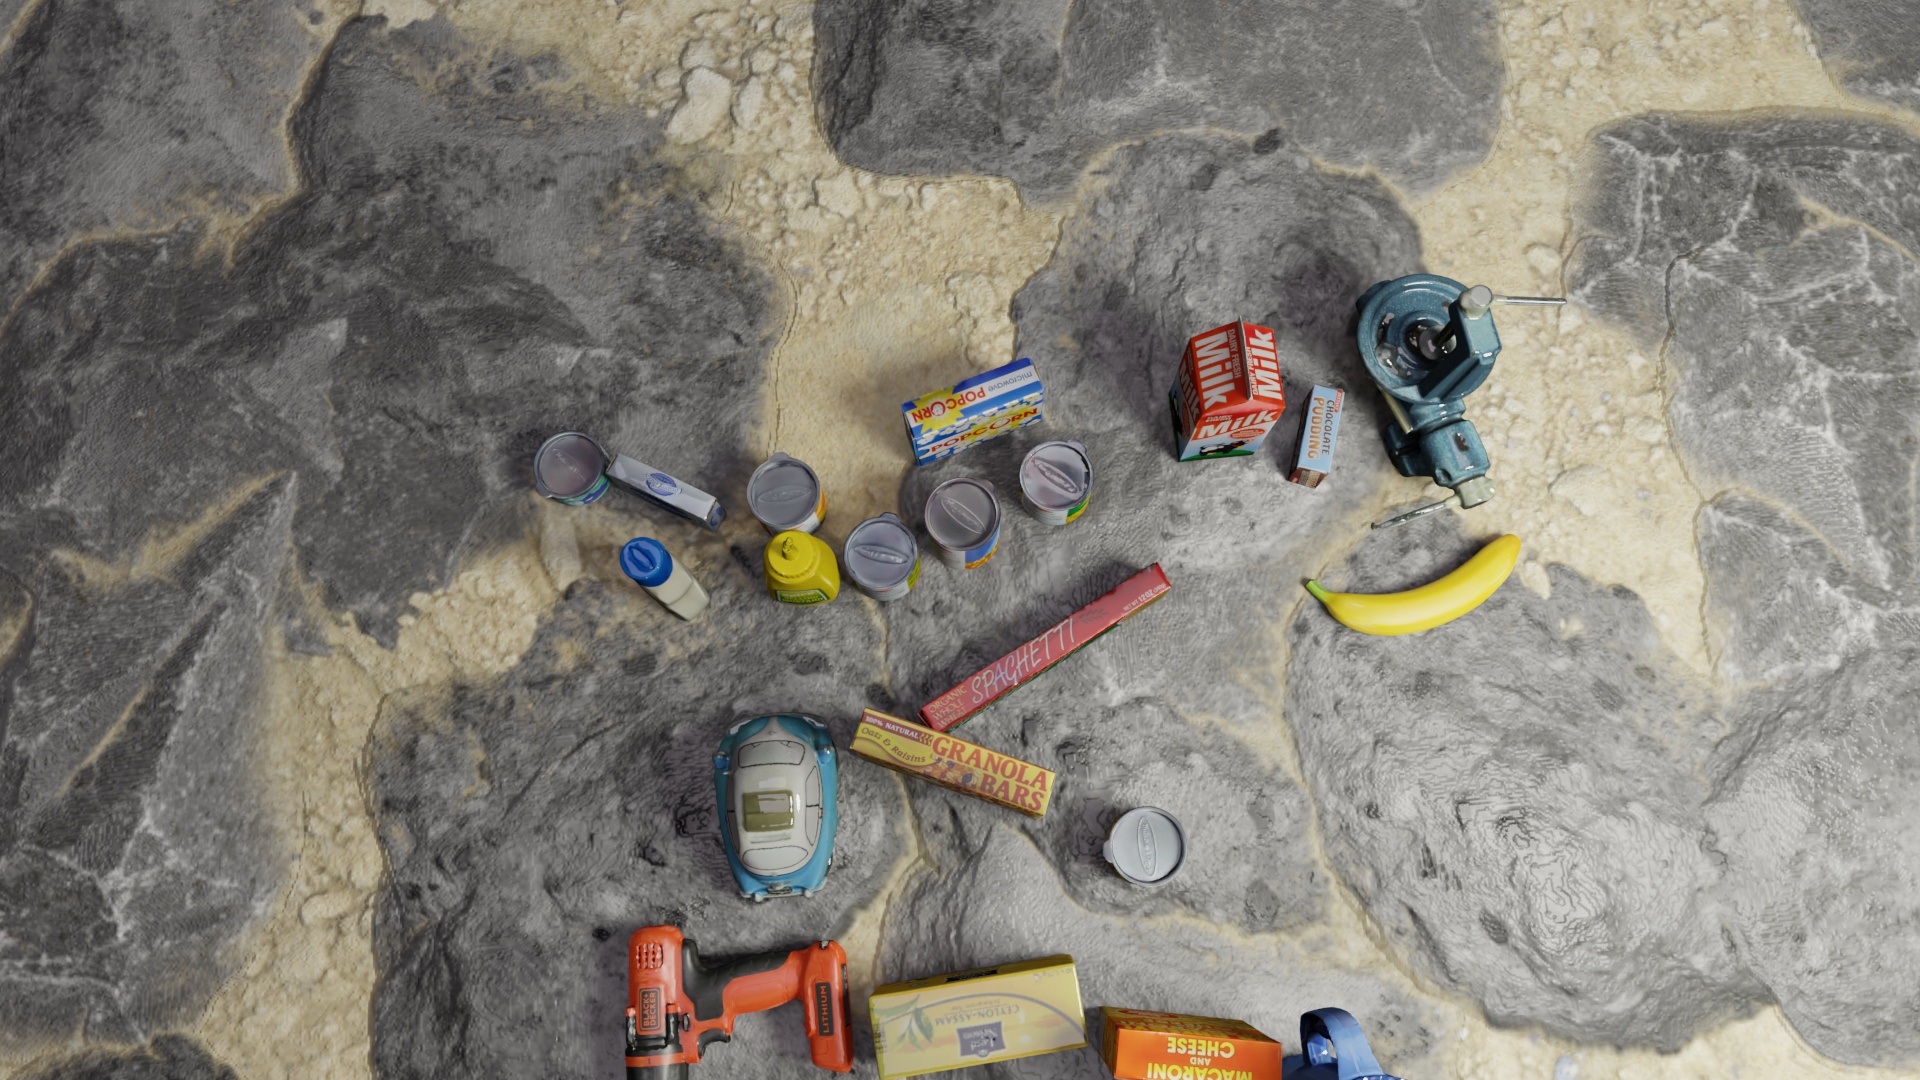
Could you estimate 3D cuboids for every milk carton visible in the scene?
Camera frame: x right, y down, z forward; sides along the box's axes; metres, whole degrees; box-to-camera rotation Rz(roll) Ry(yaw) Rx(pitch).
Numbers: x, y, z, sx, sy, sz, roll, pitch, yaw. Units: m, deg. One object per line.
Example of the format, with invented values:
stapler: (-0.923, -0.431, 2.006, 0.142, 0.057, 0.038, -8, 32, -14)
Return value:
milk carton: (0.232, -0.129, 1.209, 0.073, 0.190, 0.072, -6, 77, 0)

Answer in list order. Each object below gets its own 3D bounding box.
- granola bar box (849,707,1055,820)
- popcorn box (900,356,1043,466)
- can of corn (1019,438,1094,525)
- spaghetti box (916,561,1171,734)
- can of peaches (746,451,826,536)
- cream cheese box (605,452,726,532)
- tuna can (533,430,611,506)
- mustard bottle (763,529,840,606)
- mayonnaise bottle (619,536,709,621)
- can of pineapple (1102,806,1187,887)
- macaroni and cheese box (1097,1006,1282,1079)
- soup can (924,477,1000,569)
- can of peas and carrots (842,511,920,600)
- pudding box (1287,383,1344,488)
granola bar box: (-0.004, 0.189, 1.170, 0.166, 0.124, 0.039, 18, 78, 5)
popcorn box: (0.012, -0.116, 1.264, 0.127, 0.085, 0.038, -21, 77, -4)
can of corn: (0.088, -0.054, 1.261, 0.071, 0.058, 0.071, 0, 77, 1)
spaghetti box: (0.074, 0.099, 1.229, 0.250, 0.050, 0.029, -32, 78, -6)
can of peaches: (-0.157, -0.039, 1.262, 0.071, 0.058, 0.071, 0, 77, 1)
cream cheese box: (-0.267, -0.043, 1.268, 0.104, 0.053, 0.024, 25, 79, 7)
tuna can: (-0.360, -0.064, 1.285, 0.071, 0.032, 0.071, 0, 76, 1)
mustard bottle: (-0.141, 0.022, 1.195, 0.065, 0.160, 0.049, -3, 77, 1)
mayonnaise bottle: (-0.259, 0.030, 1.201, 0.065, 0.147, 0.041, 42, 81, 10)
can of pineapple: (0.155, 0.260, 1.184, 0.071, 0.057, 0.071, 0, 77, 1)
macaroni and cheese box: (0.176, 0.400, 1.094, 0.124, 0.166, 0.040, 5, 77, 2)
soup can: (0.004, -0.016, 1.241, 0.071, 0.083, 0.071, 0, 77, 1)
can of peas and carrots: (-0.069, 0.015, 1.247, 0.071, 0.058, 0.071, 0, 77, 1)
pudding box: (0.326, -0.095, 1.272, 0.030, 0.049, 0.084, 14, 77, 4)
